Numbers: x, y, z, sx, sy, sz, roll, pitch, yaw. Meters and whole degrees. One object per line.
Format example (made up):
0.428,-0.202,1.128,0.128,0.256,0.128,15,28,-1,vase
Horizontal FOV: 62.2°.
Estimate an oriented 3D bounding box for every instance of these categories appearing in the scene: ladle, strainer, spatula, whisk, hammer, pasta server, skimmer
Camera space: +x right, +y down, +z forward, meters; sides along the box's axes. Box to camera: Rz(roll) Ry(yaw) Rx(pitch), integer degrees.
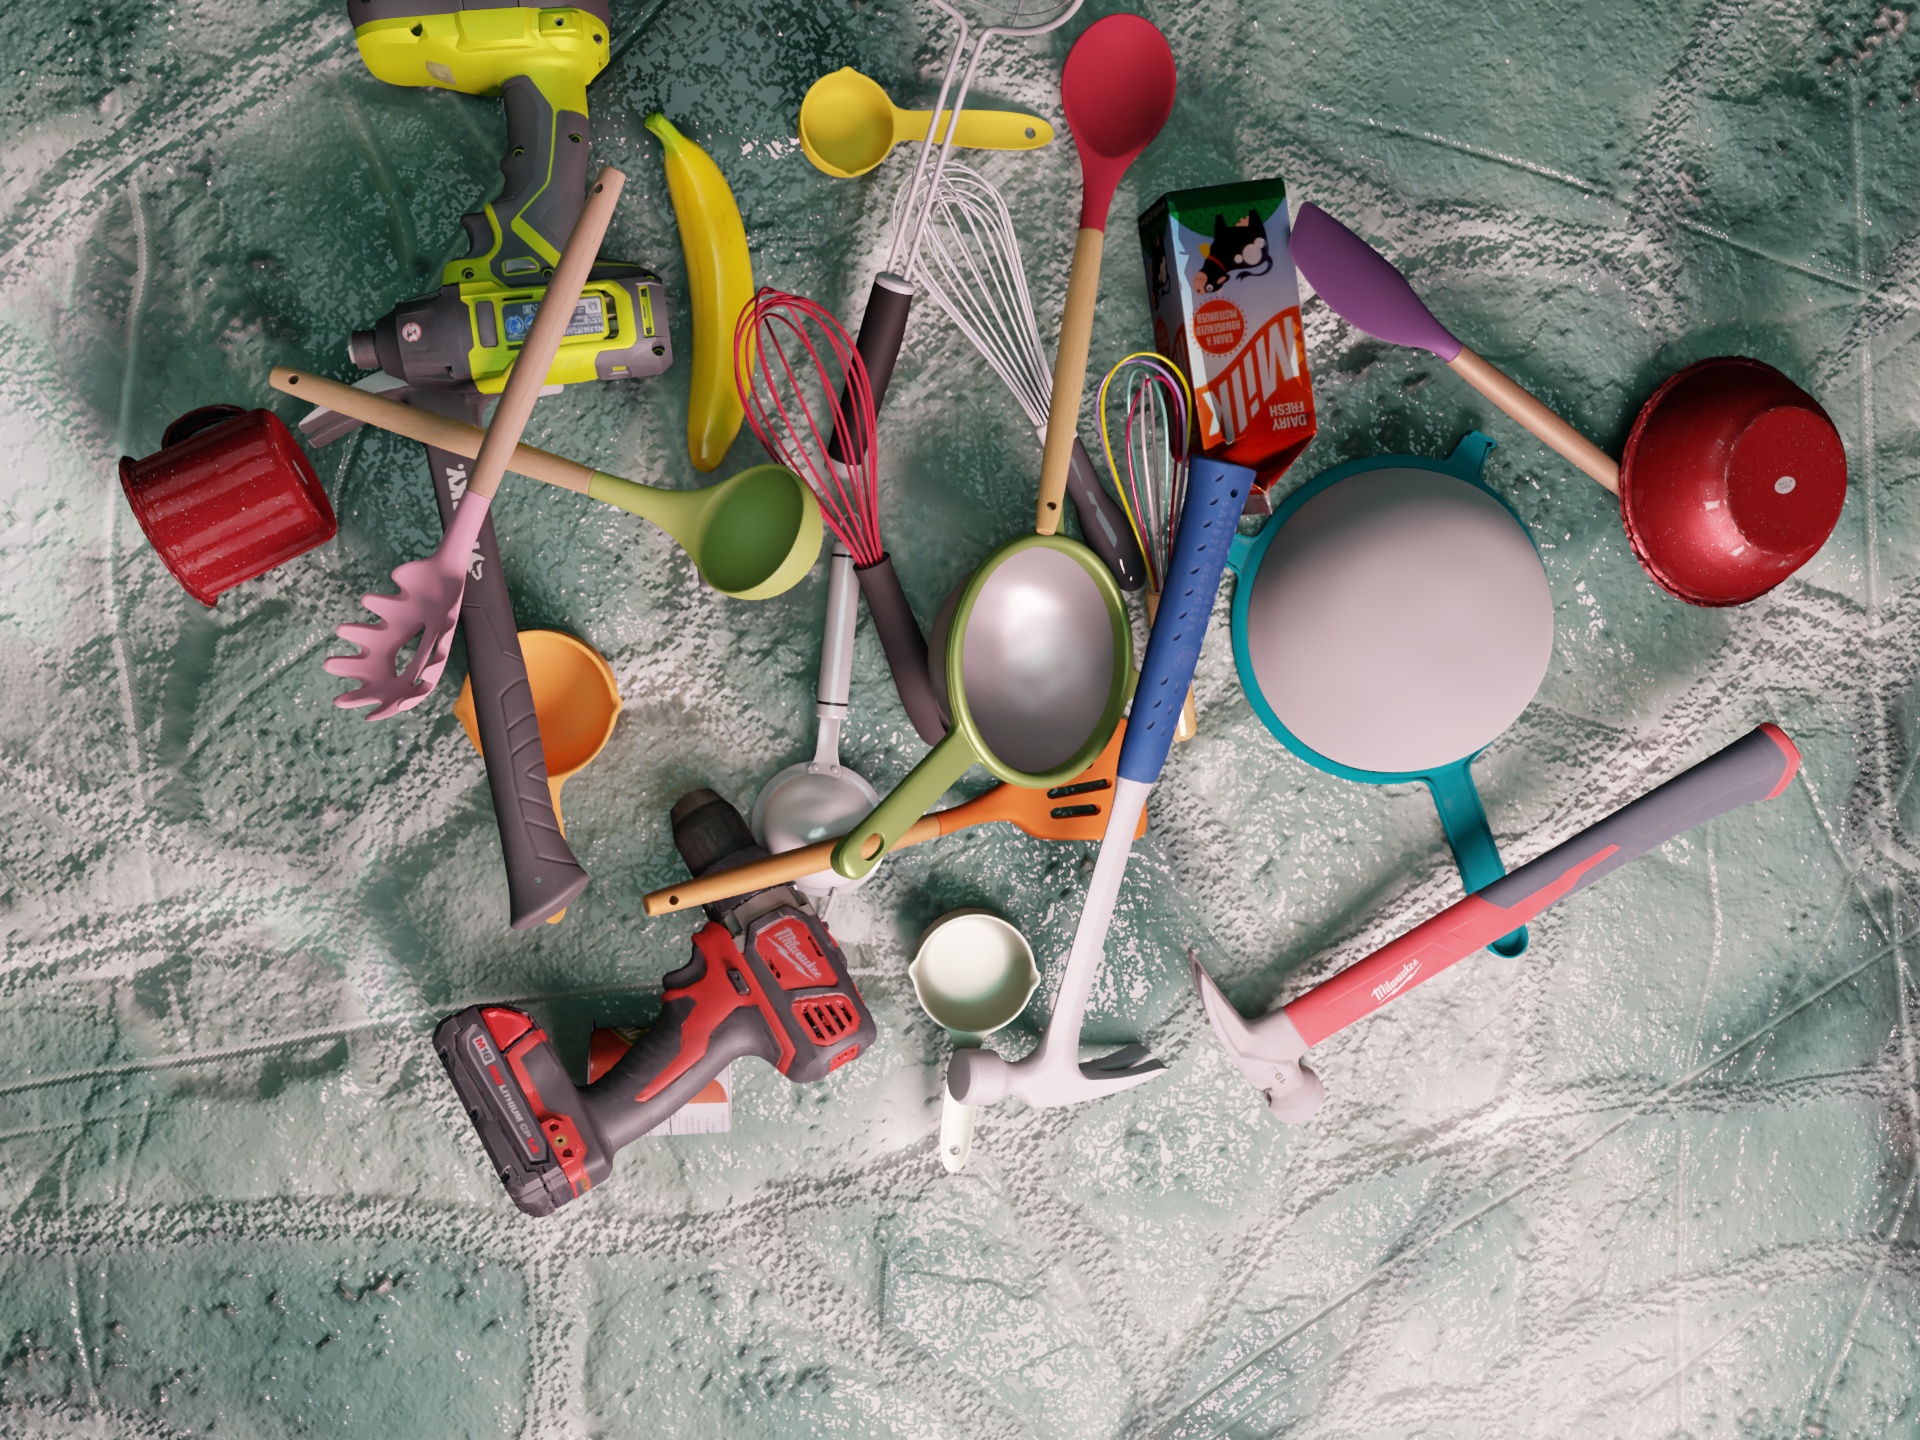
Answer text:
0.074,-0.261,0.931,0.069,0.031,0.315,10,82,-7,ladle
-0.001,-0.003,0.929,0.256,0.069,0.151,-46,122,-27,strainer
-0.081,0.001,0.969,0.087,0.050,0.258,6,92,7,strainer
-0.228,-0.142,0.869,0.320,0.062,0.078,19,81,0,ladle
-0.032,0.069,0.951,0.322,0.041,0.081,-14,99,-28,spatula
-0.058,-0.110,0.923,0.073,0.073,0.295,-23,116,-4,whisk
0.106,0.045,0.949,0.144,0.035,0.405,8,104,-30,hammer
-0.269,-0.049,0.889,0.146,0.035,0.335,-12,79,-9,hammer
-0.248,-0.146,0.838,0.060,0.040,0.316,25,93,17,pasta server
0.303,0.000,0.985,0.211,0.095,0.340,-22,97,-4,strainer
0.318,-0.209,0.970,0.315,0.018,0.060,29,65,-21,spatula
0.043,-0.202,0.954,0.070,0.070,0.284,-30,104,-3,whisk
-0.030,-0.285,0.844,0.127,0.090,0.363,26,121,10,skimmer
0.123,-0.099,0.954,0.047,0.051,0.244,-23,117,-26,whisk
0.329,0.104,0.981,0.386,0.038,0.143,-33,116,7,hammer

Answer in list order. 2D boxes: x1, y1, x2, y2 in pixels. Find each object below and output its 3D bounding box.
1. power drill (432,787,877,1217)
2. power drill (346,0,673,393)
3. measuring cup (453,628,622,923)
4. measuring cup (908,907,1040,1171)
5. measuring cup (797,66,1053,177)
-0.183,0.157,0.916,0.226,0.080,0.188,-27,73,-21,power drill
-0.259,-0.295,0.876,0.171,0.080,0.223,-8,90,-9,power drill
-0.245,0.031,0.946,0.095,0.052,0.173,-3,99,-7,measuring cup
0.002,0.199,1.002,0.083,0.038,0.167,5,98,-7,measuring cup
-0.021,-0.350,0.946,0.156,0.029,0.062,-4,97,-18,measuring cup
